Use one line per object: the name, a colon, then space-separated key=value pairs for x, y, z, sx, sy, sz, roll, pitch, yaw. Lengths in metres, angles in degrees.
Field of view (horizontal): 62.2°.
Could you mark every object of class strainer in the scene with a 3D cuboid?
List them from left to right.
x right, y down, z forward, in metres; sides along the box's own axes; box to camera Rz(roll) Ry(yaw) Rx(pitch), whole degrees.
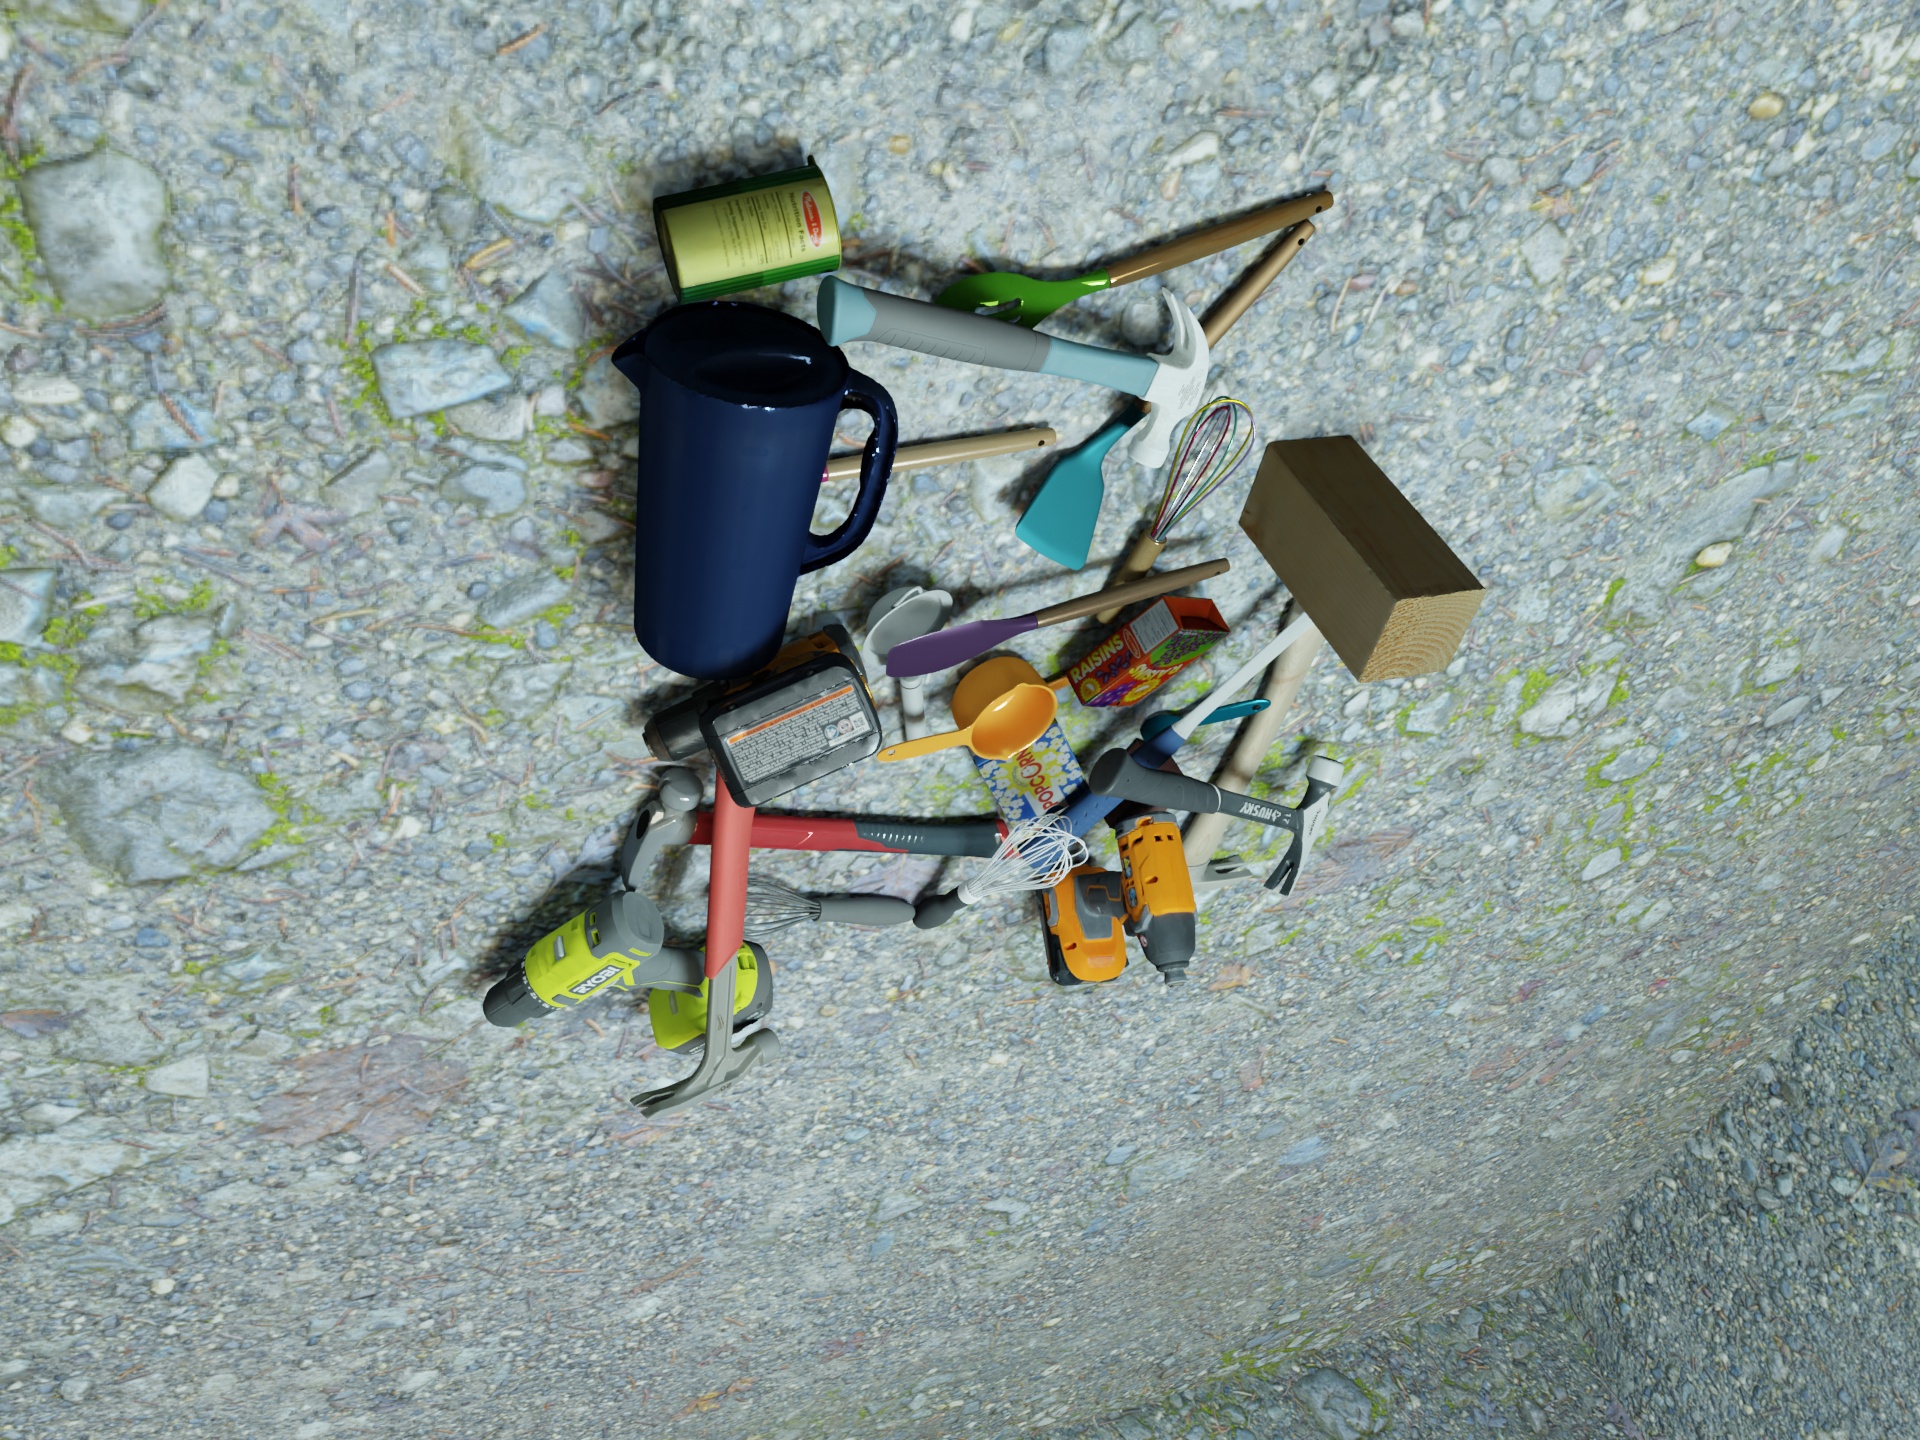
strainer: x=-0.045 y=-0.042 z=1.343 sx=0.087 sy=0.050 sz=0.258 roll=-29 pitch=148 yaw=-17

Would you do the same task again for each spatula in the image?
spatula: x=0.085 y=-0.089 z=1.326 sx=0.316 sy=0.018 sz=0.059 roll=-18 pitch=151 yaw=-16
spatula: x=0.162 y=-0.253 z=1.225 sx=0.082 sy=0.044 sz=0.317 roll=24 pitch=118 yaw=-40

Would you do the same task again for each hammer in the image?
hammer: x=-0.211 y=0.179 z=1.374 sx=0.149 sy=0.037 sz=0.358 roll=-18 pitch=127 yaw=-40
hammer: x=-0.120 y=0.117 z=1.475 sx=0.386 sy=0.038 sz=0.143 roll=6 pitch=132 yaw=-34
hammer: x=0.044 y=-0.256 z=1.103 sx=0.330 sy=0.033 sz=0.128 roll=2 pitch=125 yaw=-37
hammer: x=0.207 y=0.001 z=1.475 sx=0.405 sy=0.035 sz=0.144 roll=-43 pitch=139 yaw=17
hammer: x=0.243 y=0.081 z=1.504 sx=0.408 sy=0.036 sz=0.149 roll=14 pitch=95 yaw=-51
hammer: x=0.302 y=0.032 z=1.620 sx=0.146 sy=0.038 sz=0.410 roll=-5 pitch=136 yaw=-27

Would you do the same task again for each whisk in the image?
whisk: x=-0.137 y=0.182 z=1.531 sx=0.238 sy=0.055 sz=0.055 roll=7 pitch=130 yaw=-41
whisk: x=0.026 y=0.153 z=1.522 sx=0.070 sy=0.070 sz=0.284 roll=3 pitch=157 yaw=-32
whisk: x=0.169 y=-0.172 z=1.321 sx=0.047 sy=0.051 sz=0.244 roll=-9 pitch=144 yaw=-36

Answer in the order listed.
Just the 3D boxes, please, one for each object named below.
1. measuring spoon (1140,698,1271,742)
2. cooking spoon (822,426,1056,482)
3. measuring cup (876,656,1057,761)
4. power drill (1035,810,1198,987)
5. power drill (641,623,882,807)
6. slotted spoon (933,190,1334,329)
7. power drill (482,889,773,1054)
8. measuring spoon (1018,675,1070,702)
measuring spoon: x=0.238 y=0.004 z=1.537 sx=0.128 sy=0.021 sz=0.042 roll=-15 pitch=137 yaw=13
cooking spoon: x=-0.076 y=-0.189 z=1.182 sx=0.319 sy=0.017 sz=0.068 roll=-12 pitch=132 yaw=-17
measuring cup: x=-0.002 y=-0.004 z=1.388 sx=0.173 sy=0.052 sz=0.095 roll=-15 pitch=139 yaw=-22
power drill: x=0.159 y=0.197 z=1.569 sx=0.084 sy=0.164 sz=0.226 roll=-2 pitch=161 yaw=-23
power drill: x=-0.154 y=-0.002 z=1.202 sx=0.185 sy=0.226 sz=0.084 roll=-24 pitch=104 yaw=-4
slotted spoon: x=0.128 y=-0.327 z=1.140 sx=0.313 sy=0.031 sz=0.070 roll=-21 pitch=145 yaw=-9
power drill: x=-0.302 y=0.242 z=1.459 sx=0.190 sy=0.080 sz=0.228 roll=-33 pitch=145 yaw=22
measuring spoon: x=0.104 y=-0.044 z=1.448 sx=0.117 sy=0.011 sz=0.021 roll=-25 pitch=160 yaw=2
